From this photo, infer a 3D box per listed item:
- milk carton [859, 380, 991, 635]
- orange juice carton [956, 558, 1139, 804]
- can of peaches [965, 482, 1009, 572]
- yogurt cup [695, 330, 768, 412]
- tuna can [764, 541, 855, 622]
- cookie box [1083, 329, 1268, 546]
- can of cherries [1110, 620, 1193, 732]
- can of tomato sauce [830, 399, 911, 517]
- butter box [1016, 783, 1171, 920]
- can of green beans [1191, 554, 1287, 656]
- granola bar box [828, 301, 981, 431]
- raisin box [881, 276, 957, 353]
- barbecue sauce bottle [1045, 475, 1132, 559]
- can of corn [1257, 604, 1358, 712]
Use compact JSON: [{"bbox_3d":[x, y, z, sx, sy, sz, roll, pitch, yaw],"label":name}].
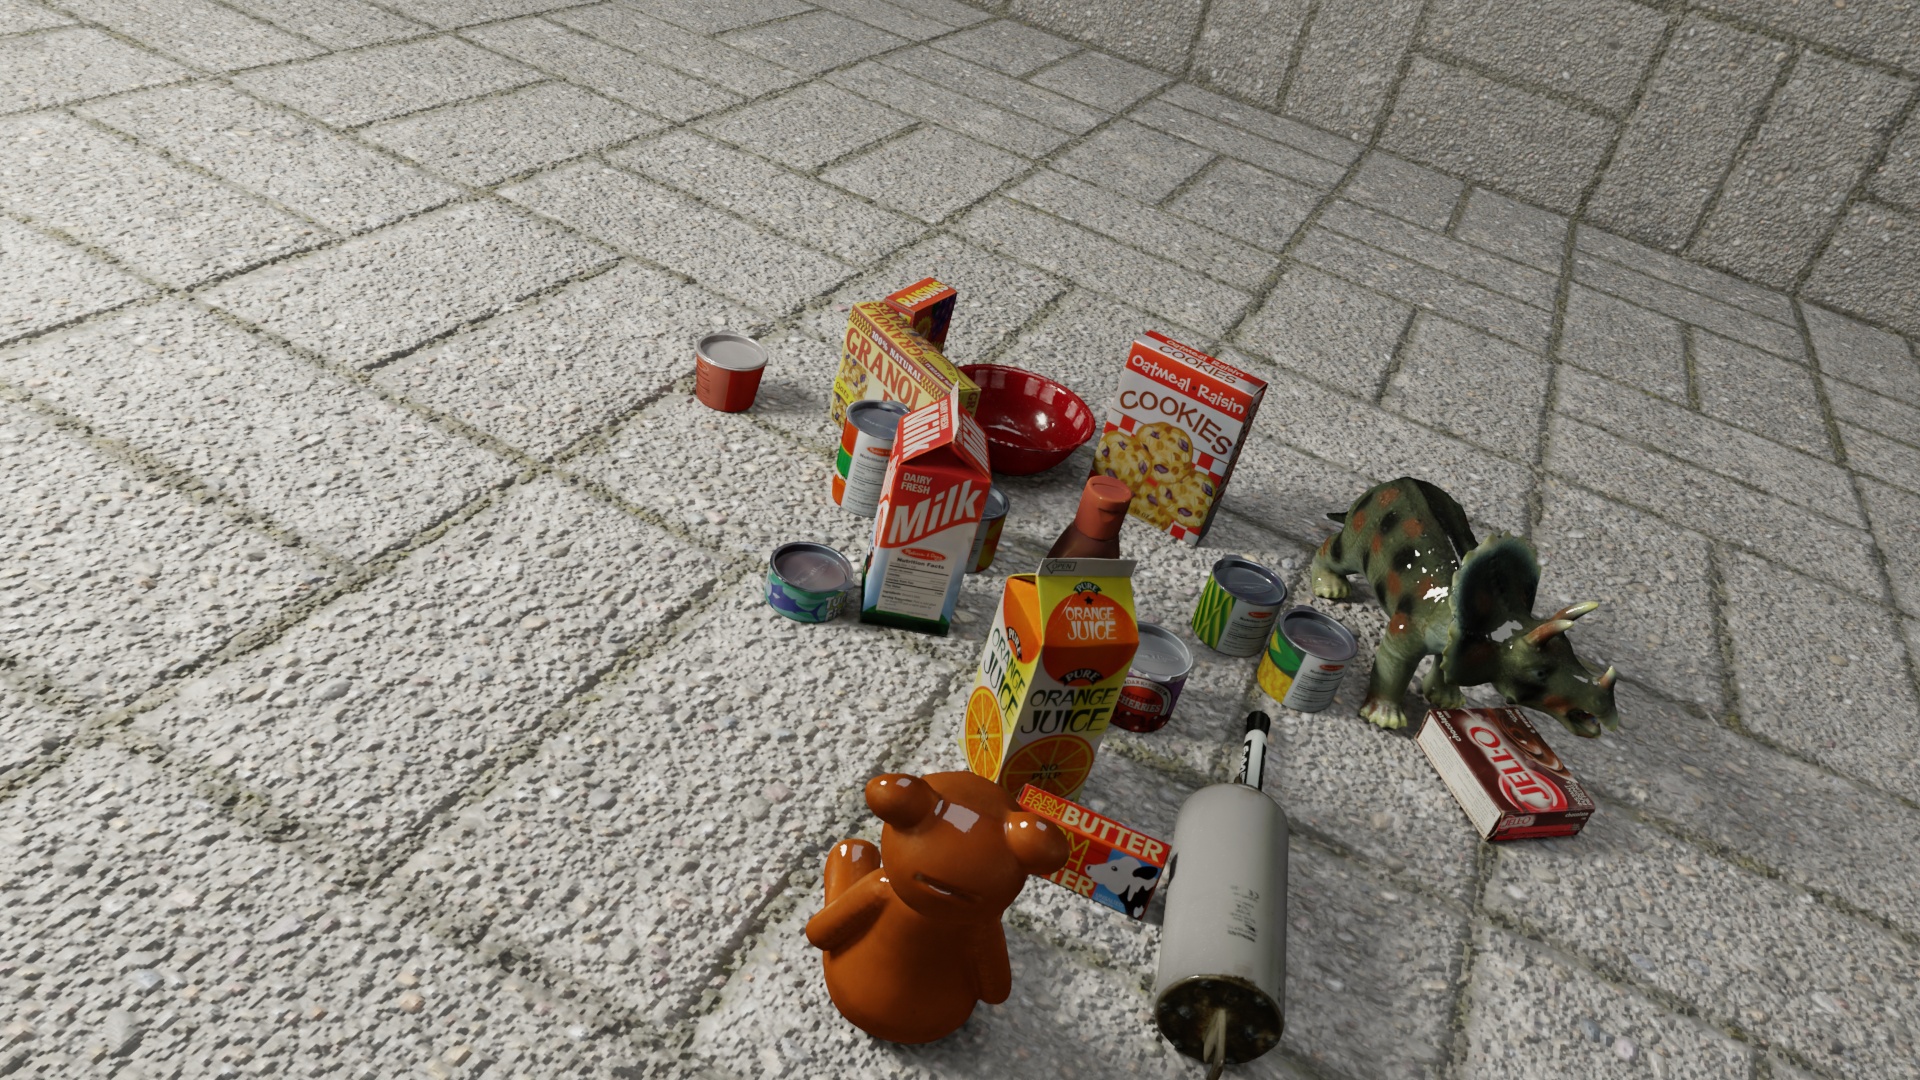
[{"bbox_3d":[-0.024,-0.026,1.072,0.073,0.189,0.073,10,33,-9],"label":"milk carton"},{"bbox_3d":[0.061,0.089,0.935,0.072,0.191,0.073,1,35,-22],"label":"orange juice carton"},{"bbox_3d":[0.004,-0.015,1.190,0.071,0.057,0.071,11,33,-7],"label":"can of peaches"},{"bbox_3d":[-0.219,-0.157,1.311,0.072,0.053,0.073,11,33,-7],"label":"yogurt cup"},{"bbox_3d":[-0.117,0.034,1.088,0.071,0.032,0.071,11,33,-7],"label":"tuna can"},{"bbox_3d":[0.197,-0.095,1.291,0.123,0.166,0.040,28,34,18],"label":"cookie box"},{"bbox_3d":[0.138,0.106,1.065,0.071,0.058,0.072,11,33,-7],"label":"can of cherries"},{"bbox_3d":[-0.075,-0.073,1.219,0.071,0.082,0.071,11,33,-7],"label":"can of tomato sauce"},{"bbox_3d":[0.080,0.202,0.902,0.103,0.052,0.024,22,33,10],"label":"butter box"},{"bbox_3d":[0.237,0.057,1.181,0.071,0.057,0.071,11,33,-7],"label":"can of green beans"},{"bbox_3d":[-0.055,-0.126,1.269,0.039,0.123,0.166,-11,41,-35],"label":"granola bar box"},{"bbox_3d":[-0.051,-0.188,1.364,0.040,0.122,0.086,28,35,19],"label":"raisin box"},{"bbox_3d":[0.097,0.019,1.095,0.065,0.147,0.044,11,33,-8],"label":"barbecue sauce bottle"},{"bbox_3d":[0.283,0.097,1.141,0.071,0.058,0.071,11,33,-7],"label":"can of corn"}]
